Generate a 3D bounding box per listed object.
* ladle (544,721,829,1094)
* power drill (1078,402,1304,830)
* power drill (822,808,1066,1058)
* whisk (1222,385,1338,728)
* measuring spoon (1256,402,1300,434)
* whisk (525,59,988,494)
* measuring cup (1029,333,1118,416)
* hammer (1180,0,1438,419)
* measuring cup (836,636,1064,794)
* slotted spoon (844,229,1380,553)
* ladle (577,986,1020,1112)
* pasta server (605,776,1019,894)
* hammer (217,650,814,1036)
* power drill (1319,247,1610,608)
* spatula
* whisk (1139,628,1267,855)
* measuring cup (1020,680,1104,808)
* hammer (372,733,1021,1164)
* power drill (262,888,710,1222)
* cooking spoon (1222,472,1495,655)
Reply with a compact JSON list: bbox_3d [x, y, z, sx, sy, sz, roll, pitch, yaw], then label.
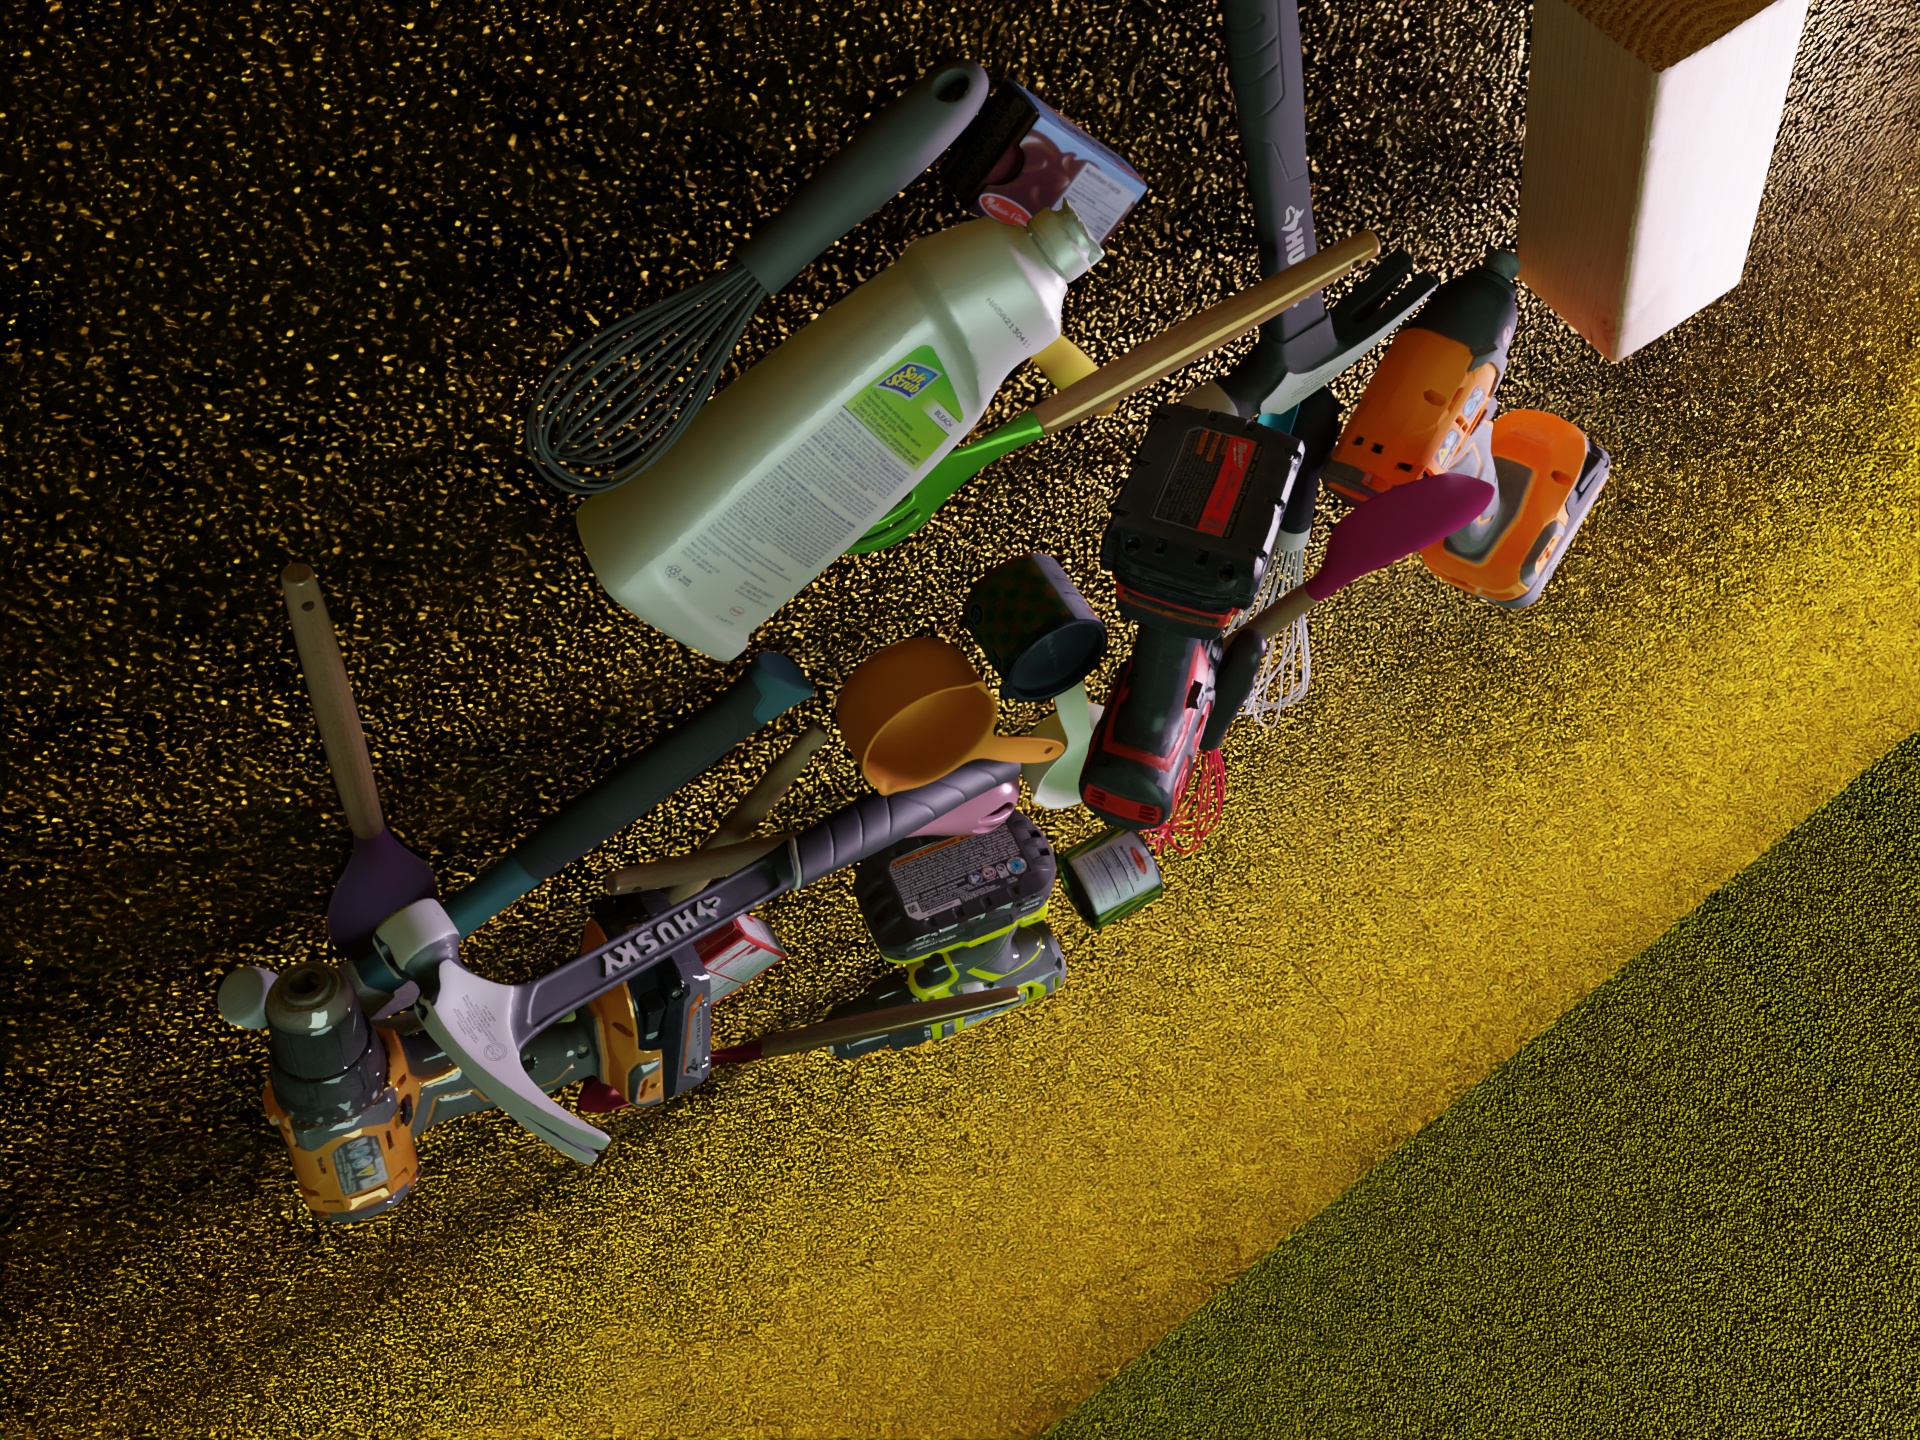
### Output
[{"bbox_3d":[-0.191,0.114,0.961,0.320,0.062,0.078,-49,152,12],"label":"ladle"},{"bbox_3d":[0.126,-0.068,0.887,0.226,0.080,0.188,94,17,-53],"label":"power drill"},{"bbox_3d":[-0.015,0.166,1.154,0.190,0.080,0.228,-20,149,-12],"label":"power drill"},{"bbox_3d":[0.207,-0.097,1.012,0.070,0.070,0.284,-22,143,-18],"label":"whisk"},{"bbox_3d":[0.178,-0.156,0.934,0.042,0.021,0.128,16,130,4],"label":"measuring spoon"},{"bbox_3d":[-0.080,-0.178,0.638,0.239,0.055,0.055,-41,149,6],"label":"whisk"},{"bbox_3d":[0.044,-0.176,0.768,0.062,0.029,0.156,-42,147,15],"label":"measuring cup"},{"bbox_3d":[0.151,-0.266,0.737,0.146,0.035,0.334,-32,149,-1],"label":"hammer"},{"bbox_3d":[-0.002,-0.003,0.951,0.173,0.052,0.095,8,130,-50],"label":"measuring cup"},{"bbox_3d":[0.060,-0.158,0.771,0.314,0.031,0.070,-28,156,4],"label":"slotted spoon"},{"bbox_3d":[-0.113,0.224,1.111,0.315,0.031,0.069,-12,150,0],"label":"ladle"},{"bbox_3d":[-0.076,0.066,0.967,0.316,0.040,0.060,-9,140,-41],"label":"pasta server"},{"bbox_3d":[-0.221,0.069,0.849,0.331,0.033,0.128,-36,155,-2],"label":"hammer"},{"bbox_3d":[0.316,-0.172,0.966,0.226,0.084,0.164,23,97,-51],"label":"power drill"},{"bbox_3d":[-0.293,0.038,0.770,0.060,0.018,0.315,-21,148,-25],"label":"spatula"},{"bbox_3d":[0.163,0.018,1.079,0.073,0.073,0.295,-24,158,-16],"label":"whisk"},{"bbox_3d":[0.068,-0.002,1.030,0.083,0.038,0.167,-29,147,-7],"label":"measuring cup"},{"bbox_3d":[-0.103,0.090,0.877,0.409,0.149,0.036,-27,164,-43],"label":"hammer"},{"bbox_3d":[-0.251,0.165,0.845,0.226,0.084,0.185,-18,140,-25],"label":"power drill"},{"bbox_3d":[0.201,-0.068,0.972,0.068,0.017,0.319,10,154,-25],"label":"cooking spoon"}]
